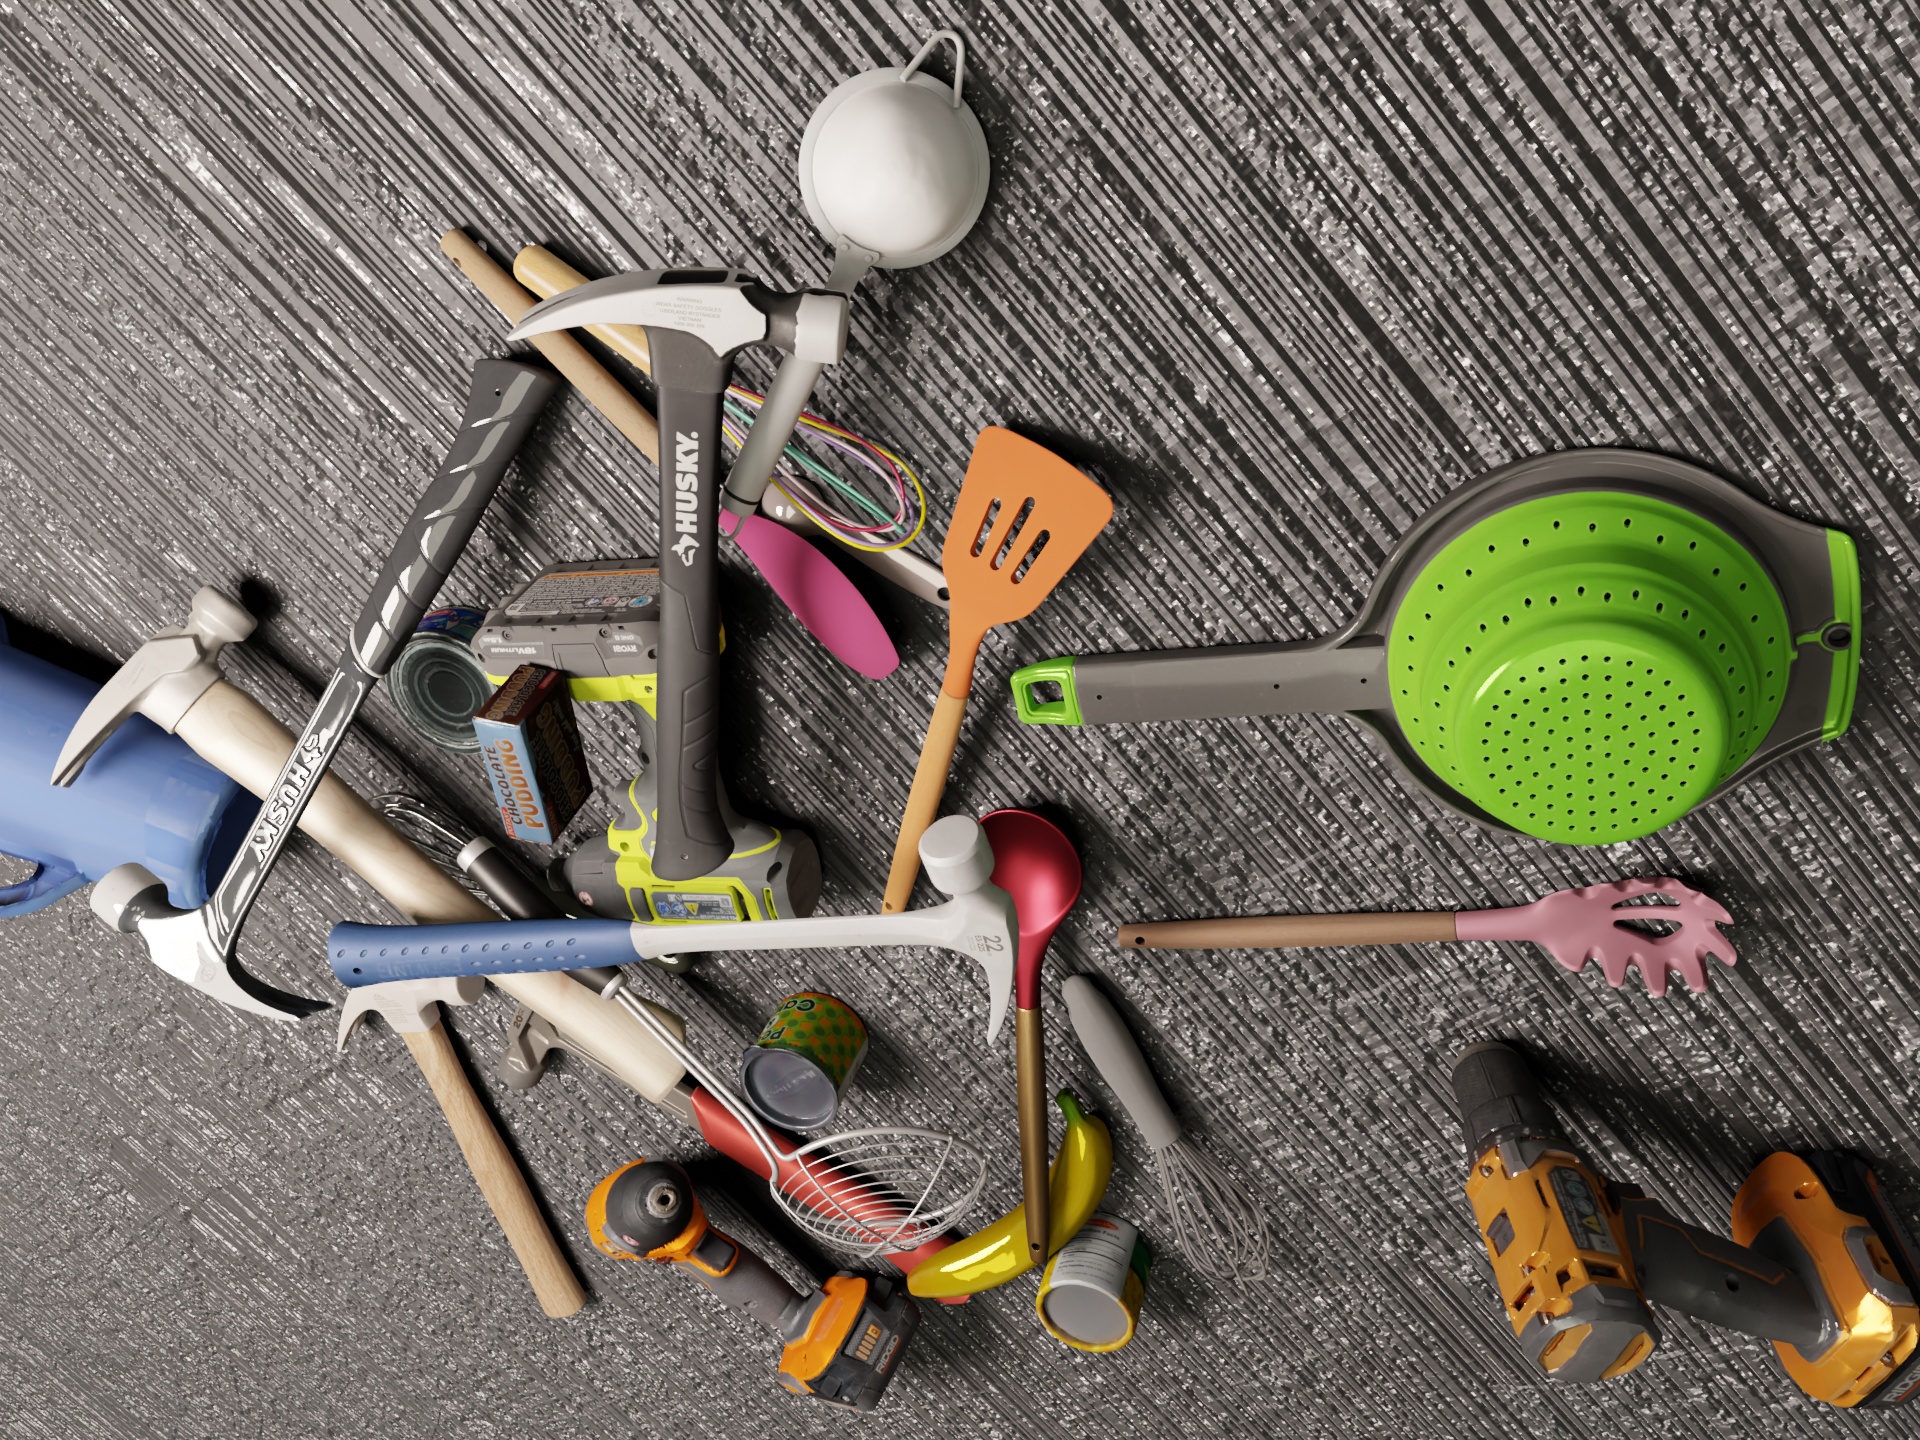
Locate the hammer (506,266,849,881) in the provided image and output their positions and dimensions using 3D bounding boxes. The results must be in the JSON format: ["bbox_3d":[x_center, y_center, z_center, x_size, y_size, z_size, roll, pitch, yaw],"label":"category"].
[{"bbox_3d":[-0.139,-0.056,0.780,0.146,0.035,0.334,6,124,-2],"label":"hammer"}]

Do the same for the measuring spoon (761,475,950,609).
[{"bbox_3d":[-0.050,-0.088,0.833,0.124,0.018,0.034,29,124,0],"label":"measuring spoon"}]

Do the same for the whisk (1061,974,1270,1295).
[{"bbox_3d":[0.122,0.251,0.959,0.055,0.055,0.239,-23,106,28],"label":"whisk"}]

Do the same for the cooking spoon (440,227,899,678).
[{"bbox_3d":[-0.150,-0.136,0.830,0.319,0.017,0.068,45,152,-6],"label":"cooking spoon"}]

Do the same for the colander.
[{"bbox_3d":[0.205,-0.007,0.747,0.397,0.094,0.204,-3,118,20],"label":"colander"}]

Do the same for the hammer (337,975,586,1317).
[{"bbox_3d":[-0.352,0.312,1.165,0.130,0.031,0.331,-6,117,22],"label":"hammer"}]

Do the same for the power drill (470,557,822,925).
[{"bbox_3d":[-0.187,0.025,0.913,0.171,0.080,0.223,-1,122,19],"label":"power drill"}]

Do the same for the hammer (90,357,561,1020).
[{"bbox_3d":[-0.329,-0.018,0.868,0.149,0.036,0.409,35,101,9],"label":"hammer"}]

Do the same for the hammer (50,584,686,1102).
[{"bbox_3d":[-0.341,0.102,0.964,0.410,0.146,0.038,40,169,-5],"label":"hammer"}]

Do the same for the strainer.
[{"bbox_3d":[-0.059,-0.189,0.732,0.086,0.050,0.258,21,116,-19],"label":"strainer"}]

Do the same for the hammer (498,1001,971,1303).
[{"bbox_3d":[-0.138,0.278,1.069,0.359,0.037,0.149,32,124,0],"label":"hammer"}]

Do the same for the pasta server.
[{"bbox_3d":[0.234,0.113,0.843,0.316,0.040,0.060,-5,105,23],"label":"pasta server"}]

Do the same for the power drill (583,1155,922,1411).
[{"bbox_3d":[-0.144,0.371,1.067,0.226,0.084,0.164,34,152,-5],"label":"power drill"}]

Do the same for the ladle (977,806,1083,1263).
[{"bbox_3d":[0.042,0.190,0.936,0.069,0.031,0.315,5,112,19],"label":"ladle"}]

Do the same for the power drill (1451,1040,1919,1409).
[{"bbox_3d":[0.368,0.256,0.824,0.226,0.186,0.084,11,124,-10],"label":"power drill"}]

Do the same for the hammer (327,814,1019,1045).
[{"bbox_3d":[-0.163,0.124,0.868,0.405,0.035,0.143,-5,131,18],"label":"hammer"}]

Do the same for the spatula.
[{"bbox_3d":[-0.001,-0.003,0.853,0.081,0.041,0.322,35,135,20],"label":"spatula"}]

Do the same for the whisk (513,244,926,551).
[{"bbox_3d":[-0.120,-0.165,0.803,0.245,0.051,0.047,36,103,1],"label":"whisk"}]

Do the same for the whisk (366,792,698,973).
[{"bbox_3d":[-0.283,0.108,1.017,0.246,0.058,0.059,22,158,2],"label":"whisk"}]

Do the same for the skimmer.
[{"bbox_3d":[-0.144,0.185,0.950,0.363,0.090,0.127,42,130,6],"label":"skimmer"}]
